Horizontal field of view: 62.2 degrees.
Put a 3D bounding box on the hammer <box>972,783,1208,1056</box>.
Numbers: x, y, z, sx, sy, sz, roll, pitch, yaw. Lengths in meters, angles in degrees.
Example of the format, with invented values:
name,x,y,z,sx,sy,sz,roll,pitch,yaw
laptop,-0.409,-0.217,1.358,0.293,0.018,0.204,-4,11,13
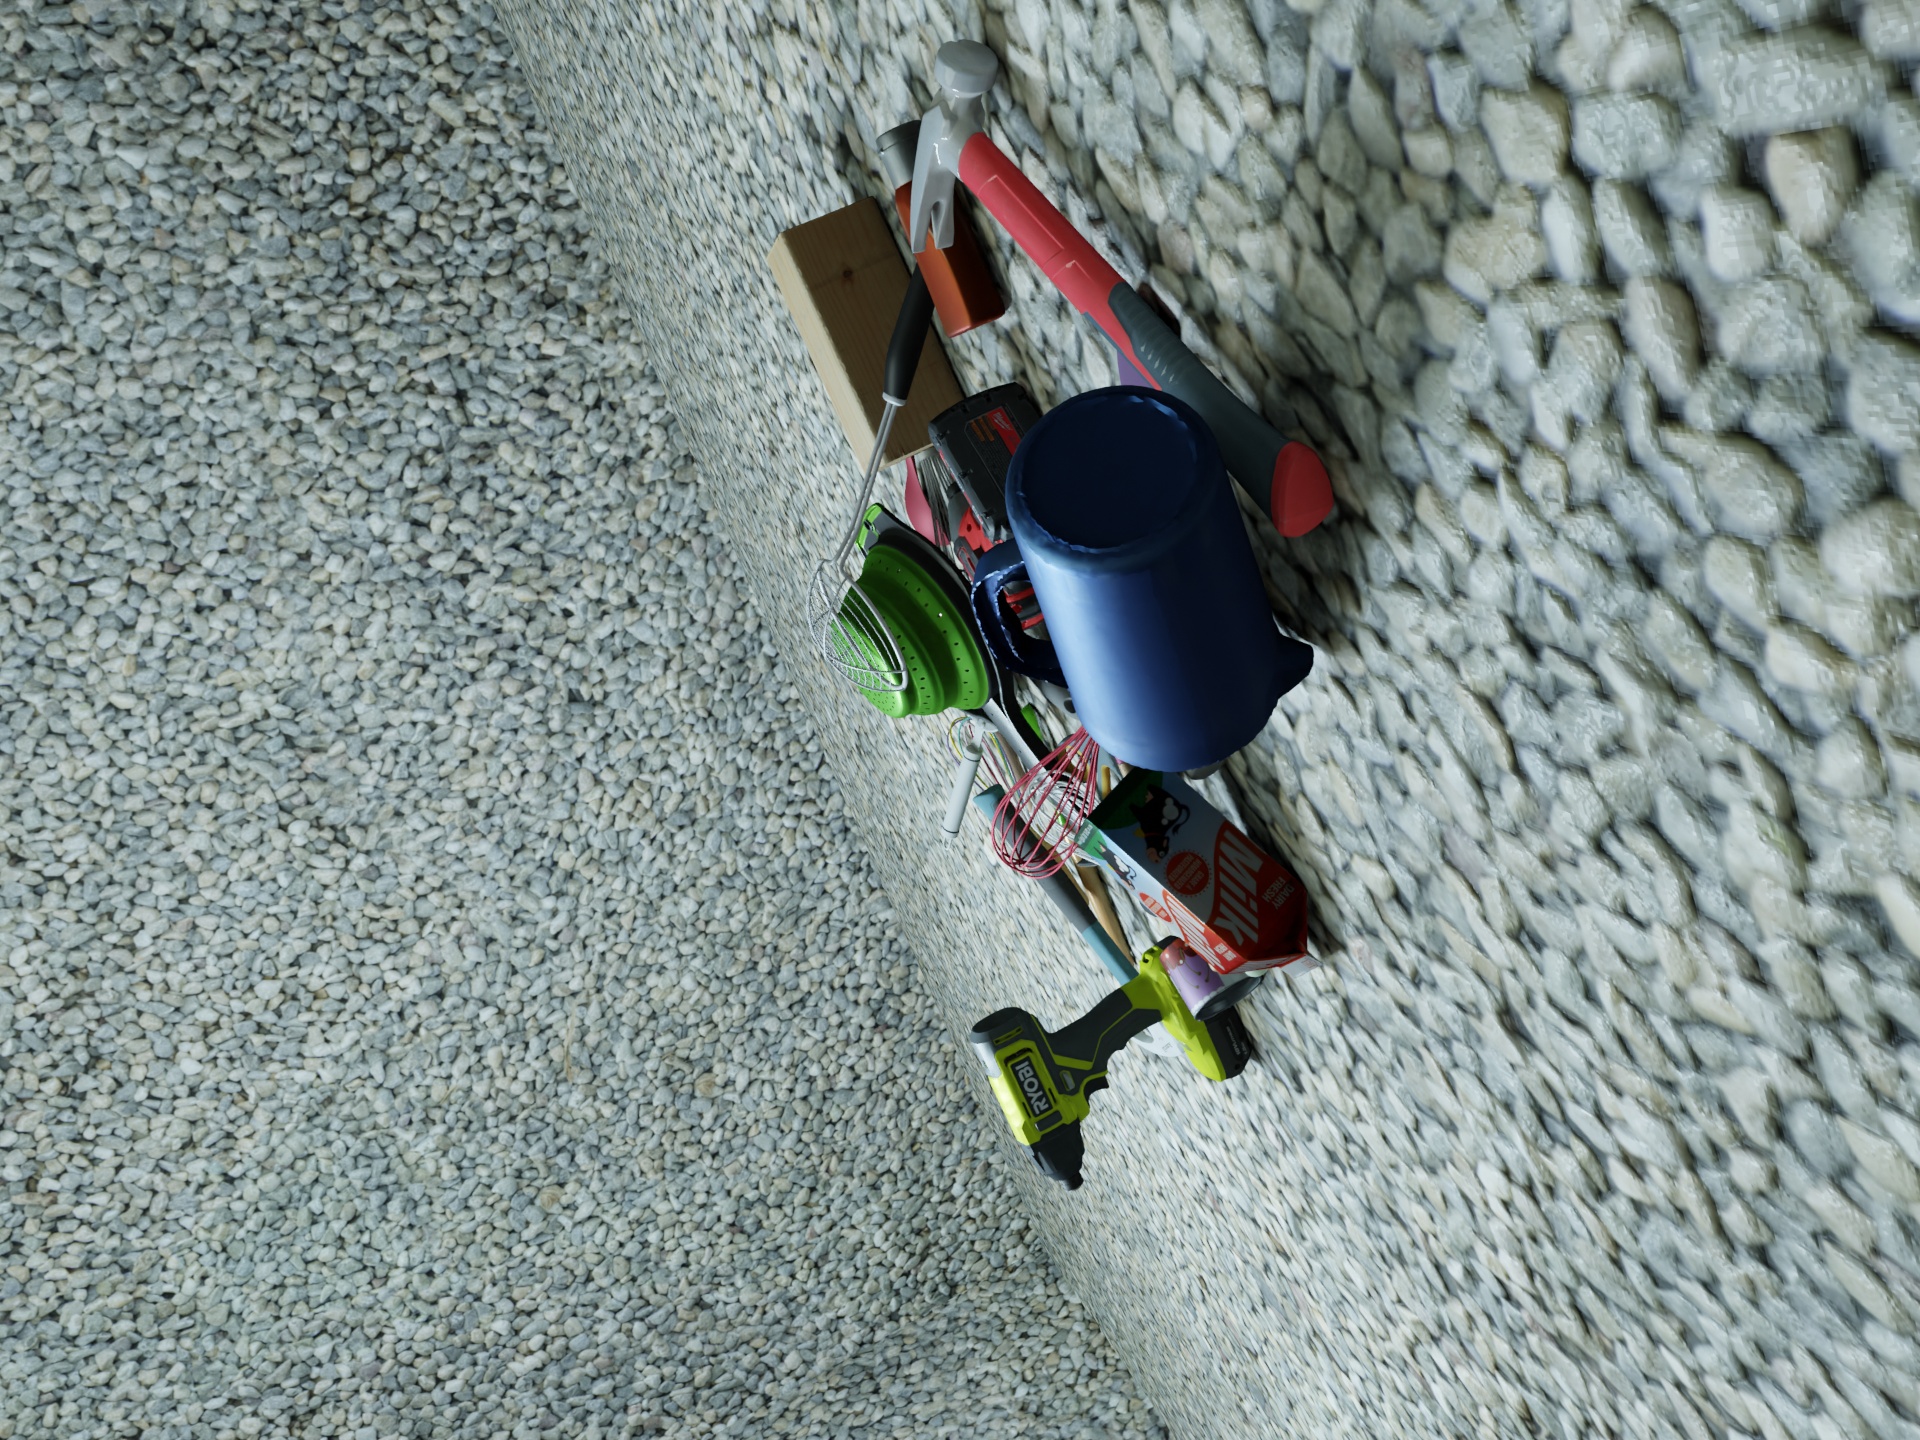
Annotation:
name,x,y,z,sx,sy,sz,roll,pitch,yaw
hammer,0.122,0.196,1.594,0.331,0.033,0.128,52,154,14

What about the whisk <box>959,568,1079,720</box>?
name,x,y,z,sx,sy,sz,roll,pitch,yaw
whisk,0.052,-0.071,1.469,0.239,0.055,0.055,47,161,41

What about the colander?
name,x,y,z,sx,sy,sz,roll,pitch,yaw
colander,-0.002,-0.005,1.433,0.397,0.094,0.204,53,160,3

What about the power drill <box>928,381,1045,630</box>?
name,x,y,z,sx,sy,sz,roll,pitch,yaw
power drill,0.030,-0.169,1.277,0.143,0.078,0.219,61,171,16

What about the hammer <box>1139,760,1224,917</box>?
name,x,y,z,sx,sy,sz,roll,pitch,yaw
hammer,0.159,0.067,1.310,0.146,0.035,0.334,56,166,32

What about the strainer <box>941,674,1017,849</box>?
name,x,y,z,sx,sy,sz,roll,pitch,yaw
strainer,0.016,0.026,1.643,0.087,0.050,0.258,44,128,42

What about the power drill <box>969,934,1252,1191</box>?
name,x,y,z,sx,sy,sz,roll,pitch,yaw
power drill,0.140,0.307,1.438,0.171,0.223,0.080,65,169,-6

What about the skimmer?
name,x,y,z,sx,sy,sz,roll,pitch,yaw
skimmer,-0.047,-0.196,1.279,0.127,0.090,0.363,39,118,46

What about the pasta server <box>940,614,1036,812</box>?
name,x,y,z,sx,sy,sz,roll,pitch,yaw
pasta server,0.027,-0.033,1.708,0.316,0.040,0.060,65,169,-25

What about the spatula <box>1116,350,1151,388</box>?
name,x,y,z,sx,sy,sz,roll,pitch,yaw
spatula,0.118,-0.152,1.050,0.060,0.018,0.315,54,164,31

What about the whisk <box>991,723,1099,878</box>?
name,x,y,z,sx,sy,sz,roll,pitch,yaw
whisk,0.095,0.017,1.196,0.073,0.073,0.295,57,139,32

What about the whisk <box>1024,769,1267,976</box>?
name,x,y,z,sx,sy,sz,roll,pitch,yaw
whisk,0.150,0.126,1.297,0.246,0.059,0.058,38,-163,16

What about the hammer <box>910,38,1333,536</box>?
name,x,y,z,sx,sy,sz,roll,pitch,yaw
hammer,0.081,-0.233,0.929,0.387,0.038,0.143,55,151,29

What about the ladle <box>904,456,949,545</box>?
name,x,y,z,sx,sy,sz,roll,pitch,yaw
ladle,-0.058,-0.293,1.513,0.069,0.031,0.315,52,162,47

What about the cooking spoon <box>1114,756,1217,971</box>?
name,x,y,z,sx,sy,sz,roll,pitch,yaw
cooking spoon,0.139,0.054,1.234,0.319,0.017,0.069,65,167,-8

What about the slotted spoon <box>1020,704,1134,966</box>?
name,x,y,z,sx,sy,sz,roll,pitch,yaw
slotted spoon,0.118,0.127,1.647,0.313,0.031,0.070,66,174,-17

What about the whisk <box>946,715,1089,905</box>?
name,x,y,z,sx,sy,sz,roll,pitch,yaw
whisk,0.065,0.095,1.676,0.245,0.051,0.047,57,-158,14

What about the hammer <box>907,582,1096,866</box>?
name,x,y,z,sx,sy,sz,roll,pitch,yaw
hammer,0.042,-0.001,1.542,0.337,0.034,0.127,52,167,6

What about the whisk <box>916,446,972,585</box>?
name,x,y,z,sx,sy,sz,roll,pitch,yaw
whisk,-0.018,-0.216,1.445,0.070,0.070,0.284,165,84,-78
